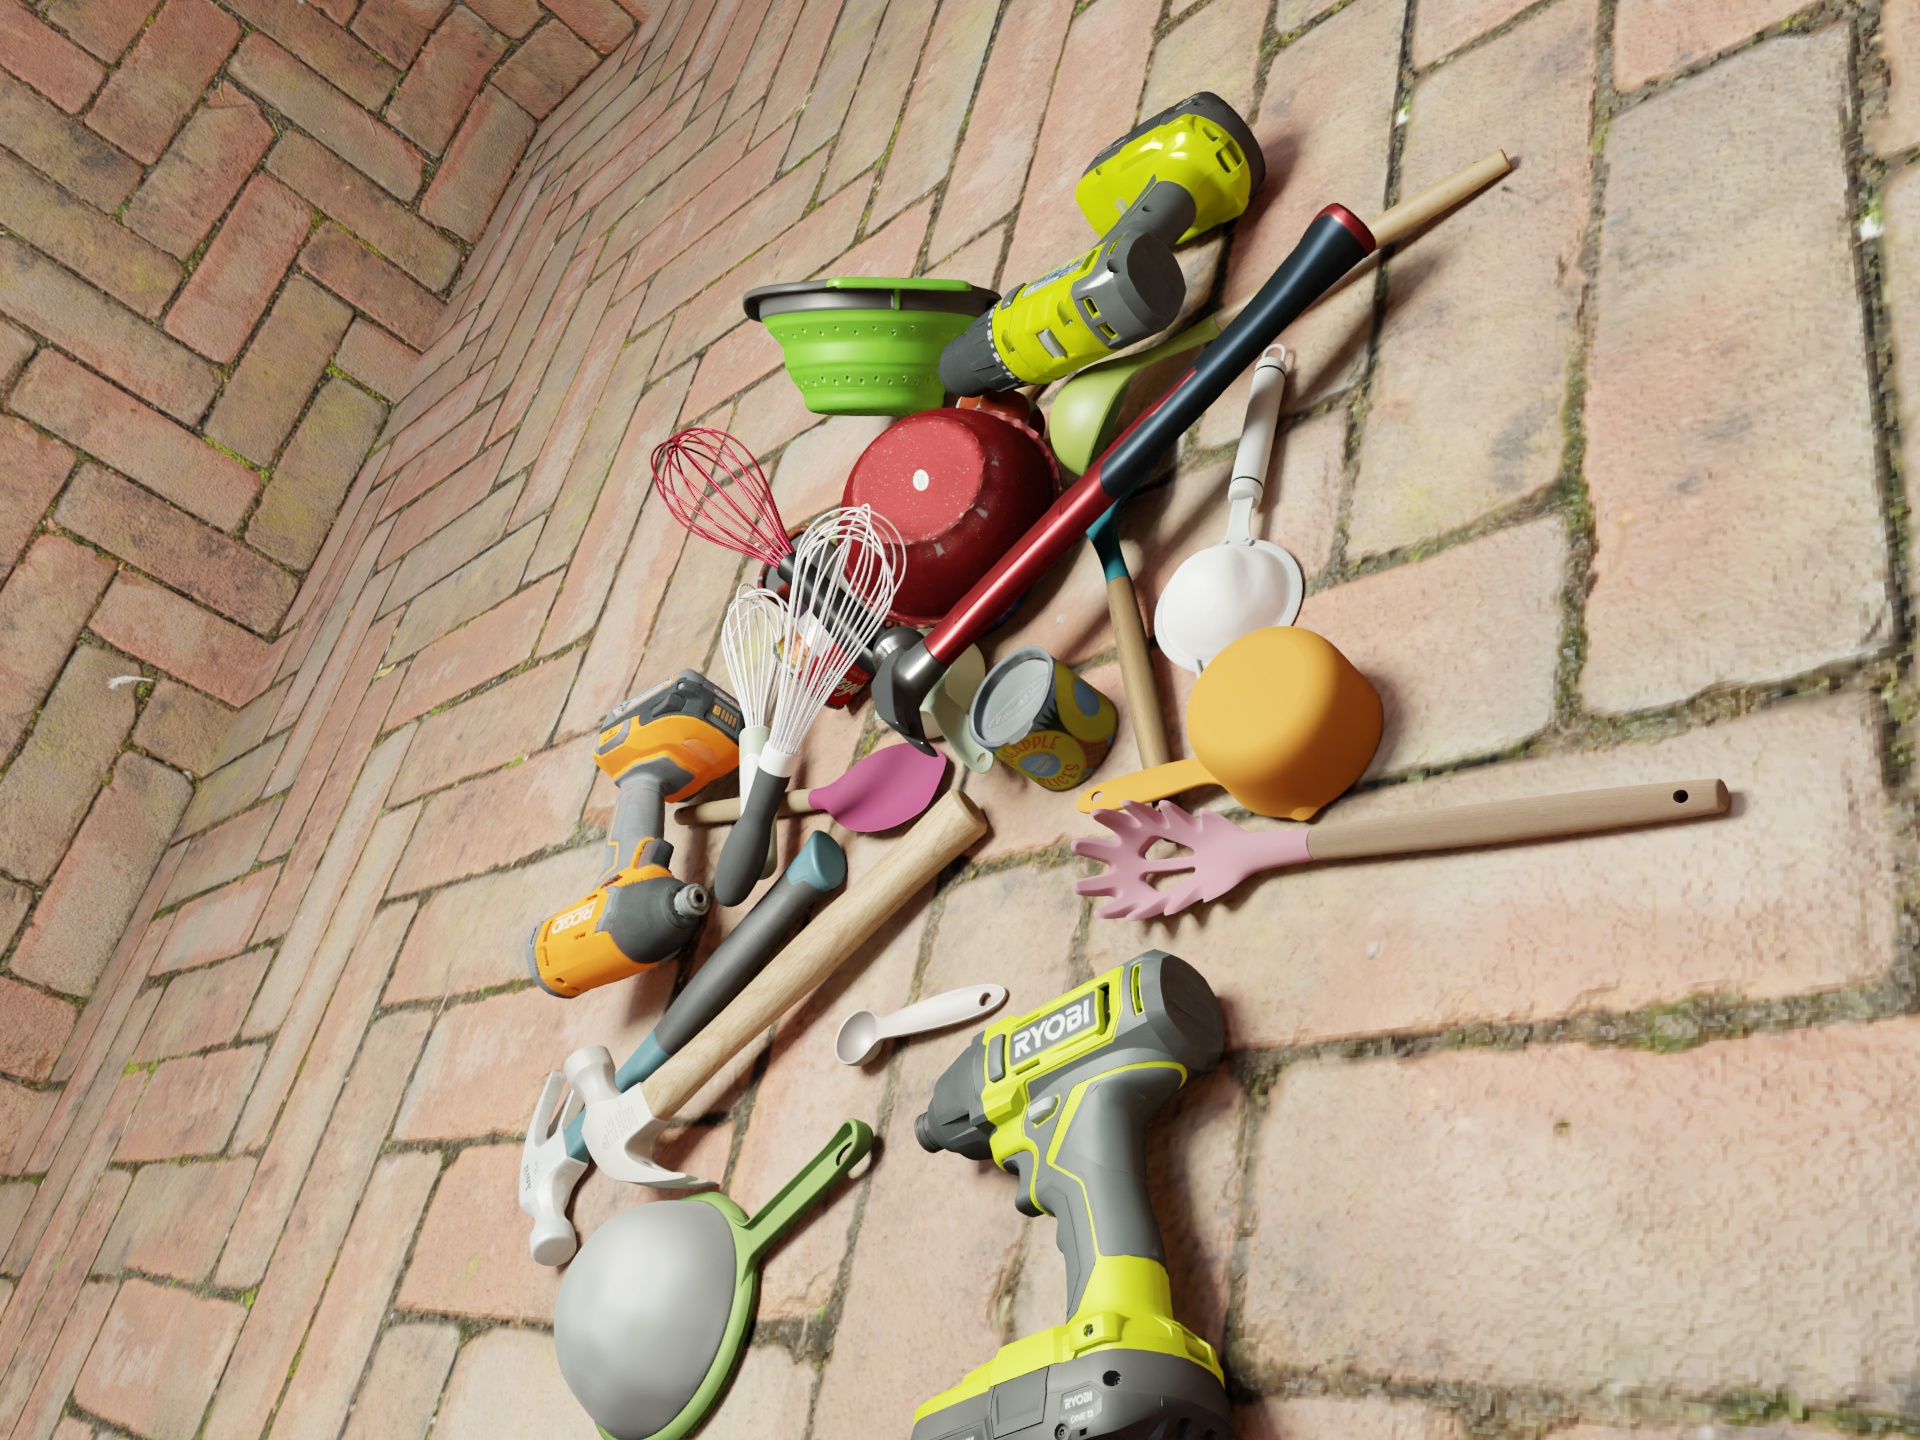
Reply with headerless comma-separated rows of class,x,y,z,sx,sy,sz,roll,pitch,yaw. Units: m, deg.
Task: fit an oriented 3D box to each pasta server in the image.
pasta server,0.178,0.052,0.714,0.316,0.040,0.060,-13,73,46

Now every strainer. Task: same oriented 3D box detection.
strainer,0.158,-0.124,0.901,0.087,0.050,0.259,-6,52,32
strainer,-0.153,0.301,0.898,0.256,0.069,0.152,-46,33,18

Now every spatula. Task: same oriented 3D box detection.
spatula,0.105,-0.056,0.927,0.082,0.044,0.318,-34,42,29

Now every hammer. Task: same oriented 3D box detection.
hammer,0.091,-0.139,0.913,0.386,0.038,0.143,-45,20,11
hammer,-0.189,0.207,1.067,0.331,0.033,0.128,-49,33,10
hammer,-0.110,0.165,0.978,0.331,0.031,0.130,-43,52,11

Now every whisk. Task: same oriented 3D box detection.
whisk,-0.129,-0.118,1.108,0.073,0.073,0.296,-50,57,9
whisk,-0.105,-0.004,1.010,0.070,0.070,0.284,49,122,57
whisk,-0.146,0.003,1.136,0.058,0.059,0.247,-16,55,15

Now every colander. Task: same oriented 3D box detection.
colander,-0.089,-0.302,1.339,0.397,0.204,0.094,-150,59,-74

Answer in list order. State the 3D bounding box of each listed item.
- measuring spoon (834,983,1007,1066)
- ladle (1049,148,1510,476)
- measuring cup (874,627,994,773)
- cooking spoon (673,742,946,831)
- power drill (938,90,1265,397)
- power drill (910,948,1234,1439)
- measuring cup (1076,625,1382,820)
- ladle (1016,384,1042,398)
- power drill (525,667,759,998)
measuring spoon,-0.020,0.171,0.897,0.124,0.018,0.034,-23,44,32
ladle,0.188,-0.246,0.976,0.320,0.062,0.078,-26,15,28
measuring cup,-0.002,-0.003,1.006,0.083,0.038,0.168,-50,34,9
cooking spoon,-0.116,0.057,1.119,0.319,0.017,0.069,-9,50,49
power drill,0.093,-0.307,1.061,0.190,0.080,0.229,-13,35,49
power drill,0.041,0.228,0.704,0.171,0.080,0.223,-34,34,30
measuring cup,0.120,0.009,0.795,0.173,0.052,0.095,-20,47,31
ladle,0.023,-0.215,1.178,0.315,0.031,0.069,-49,32,7
power drill,-0.216,0.078,1.134,0.164,0.084,0.227,-24,42,38
